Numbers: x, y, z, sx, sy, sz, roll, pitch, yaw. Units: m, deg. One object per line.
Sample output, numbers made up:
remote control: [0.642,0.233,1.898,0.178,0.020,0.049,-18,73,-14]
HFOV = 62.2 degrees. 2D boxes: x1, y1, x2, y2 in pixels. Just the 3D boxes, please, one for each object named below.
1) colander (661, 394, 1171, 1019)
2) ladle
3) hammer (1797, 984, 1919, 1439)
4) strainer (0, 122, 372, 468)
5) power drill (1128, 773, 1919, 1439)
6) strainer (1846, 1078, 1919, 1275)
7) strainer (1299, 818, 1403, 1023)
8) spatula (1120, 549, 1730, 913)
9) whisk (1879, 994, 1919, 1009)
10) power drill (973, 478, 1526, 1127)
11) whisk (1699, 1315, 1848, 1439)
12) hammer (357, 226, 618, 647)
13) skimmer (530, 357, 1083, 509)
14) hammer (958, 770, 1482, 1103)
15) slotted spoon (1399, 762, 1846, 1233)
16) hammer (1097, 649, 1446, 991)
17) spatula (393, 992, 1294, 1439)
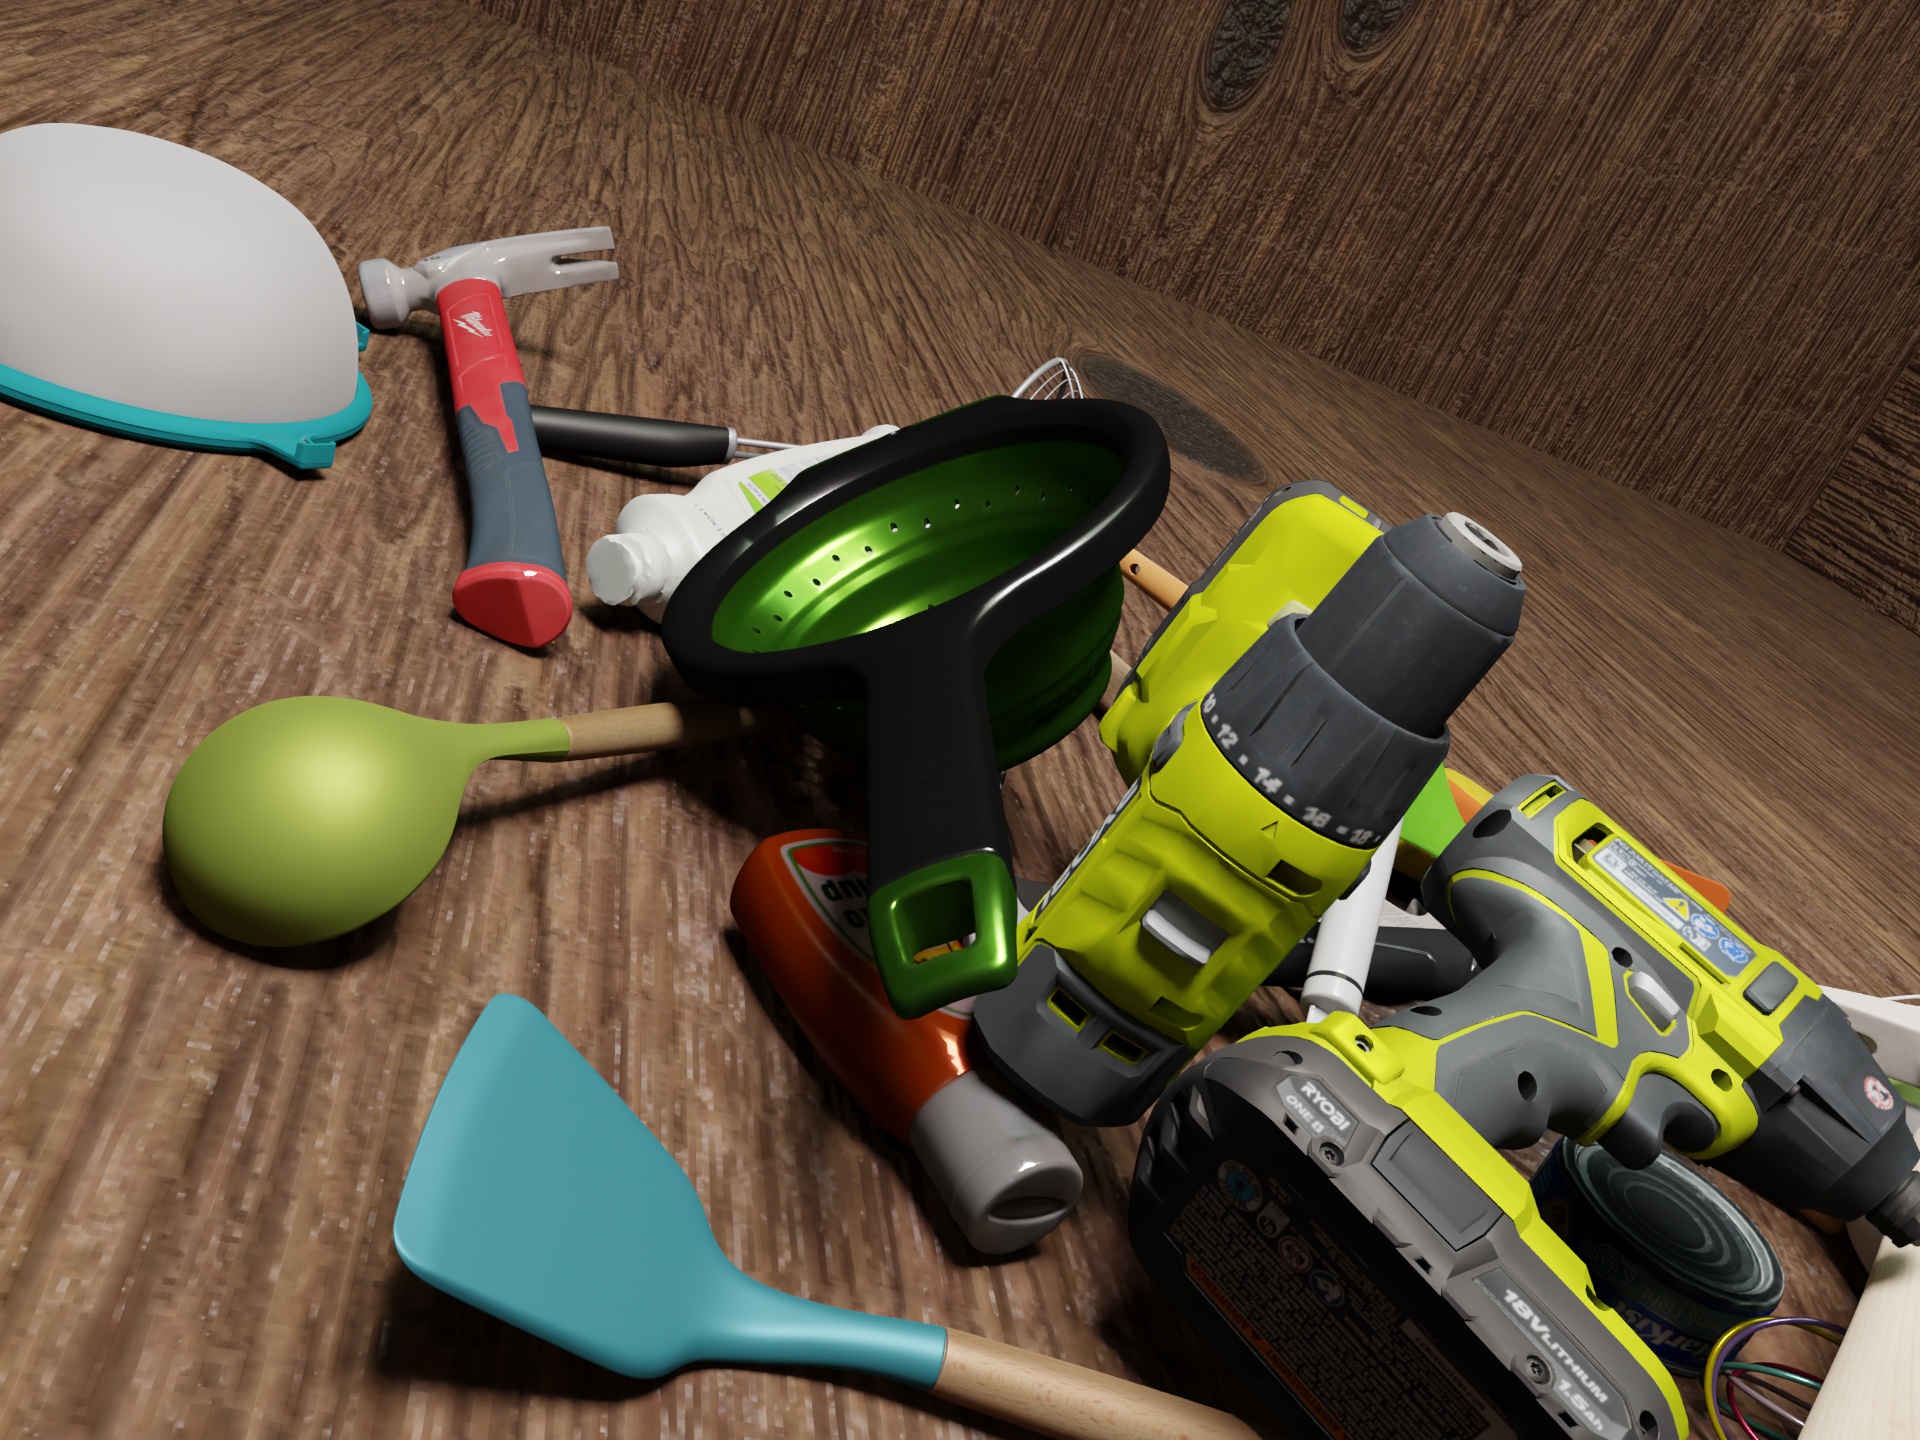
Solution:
colander: [-0.001,-0.002,0.551,0.204,0.094,0.397,-20,27,7]
ladle: [-0.129,0.016,0.556,0.078,0.062,0.320,26,15,21]
hammer: [0.242,0.190,0.434,0.146,0.038,0.410,18,30,35]
strainer: [-0.423,-0.226,0.696,0.340,0.095,0.211,16,24,-23]
power drill: [0.168,0.116,0.438,0.223,0.080,0.171,-23,59,-41]
strainer: [0.373,0.216,0.571,0.152,0.069,0.256,39,25,23]
strainer: [0.118,0.098,0.512,0.087,0.050,0.259,29,53,-5]
spatula: [0.201,0.015,0.746,0.323,0.081,0.041,39,15,14]
whisk: [0.347,0.137,0.712,0.246,0.059,0.058,8,37,-6]
power drill: [0.097,0.000,0.494,0.080,0.190,0.228,36,25,1]
whisk: [0.337,0.261,0.492,0.245,0.051,0.047,30,44,1]
hammer: [-0.213,-0.155,0.775,0.143,0.038,0.387,-14,39,-13]
skimmer: [-0.085,-0.172,0.927,0.363,0.127,0.090,1,49,-28]
hammer: [0.153,0.087,0.604,0.334,0.035,0.146,7,32,-18]
slotted spoon: [0.257,0.096,0.684,0.070,0.031,0.314,-39,78,-23]
hammer: [0.117,0.020,0.790,0.130,0.031,0.332,6,29,-37]
spatula: [0.022,0.157,0.384,0.317,0.044,0.082,22,27,-10]
